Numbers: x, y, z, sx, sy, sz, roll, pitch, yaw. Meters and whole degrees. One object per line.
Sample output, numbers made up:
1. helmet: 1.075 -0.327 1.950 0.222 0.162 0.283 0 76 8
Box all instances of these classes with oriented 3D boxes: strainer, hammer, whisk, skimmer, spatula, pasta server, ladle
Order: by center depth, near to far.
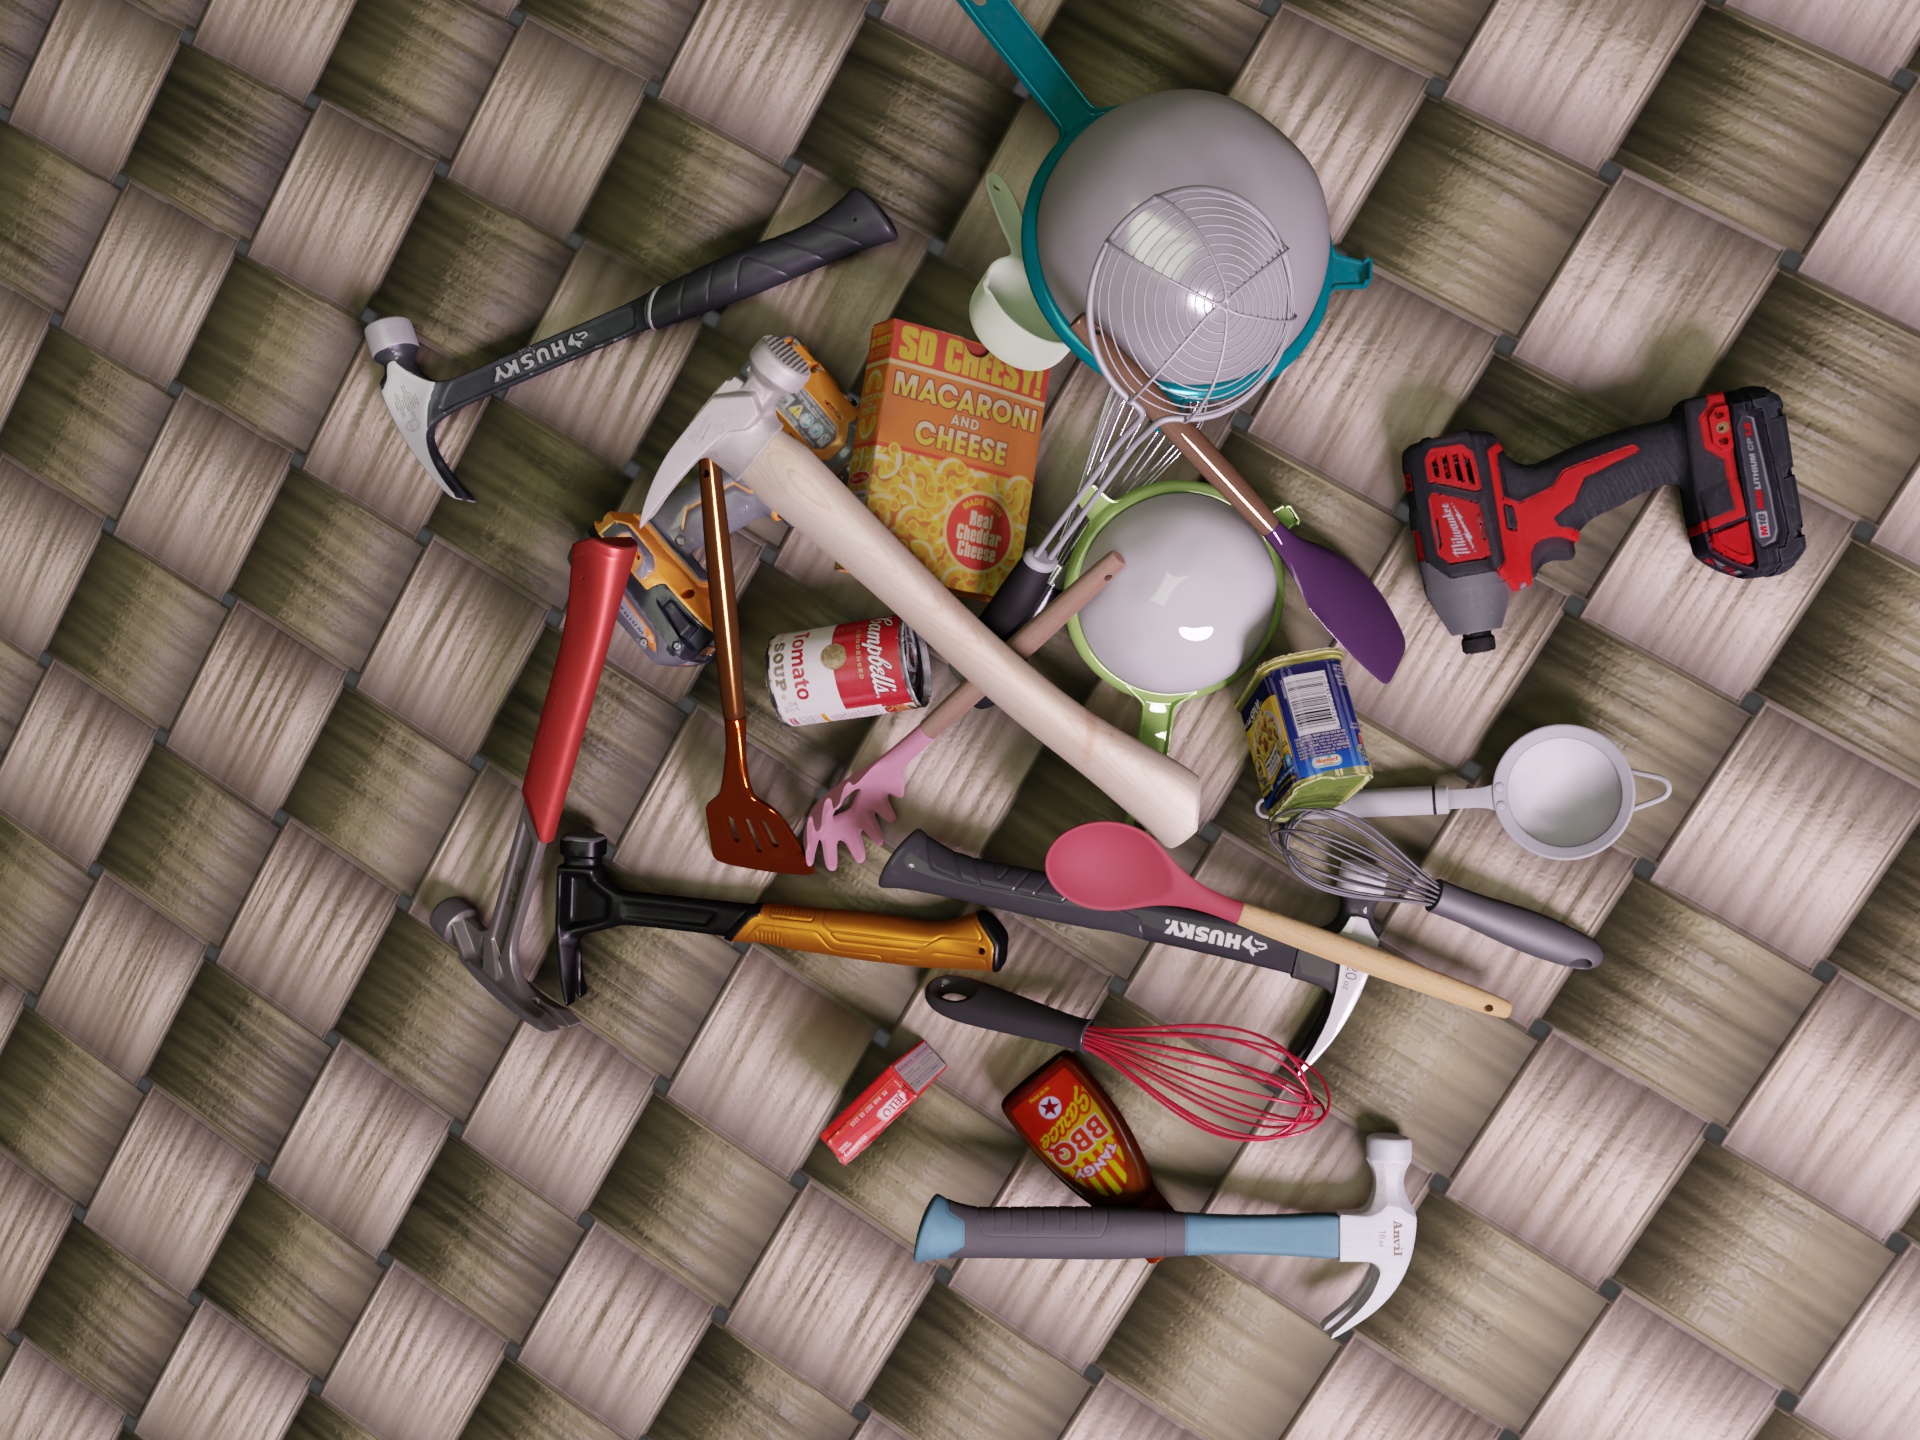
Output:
1. skimmer: 0.076 -0.159 0.984 0.127 0.363 0.090 14 51 -21
2. strainer: 0.110 -0.366 1.005 0.211 0.095 0.340 -38 89 -13
3. spatula: 0.181 -0.142 1.010 0.315 0.018 0.060 42 58 -17
4. hammer: -0.012 -0.052 1.013 0.410 0.038 0.146 41 113 -10
5. whisk: 0.307 0.110 1.021 0.239 0.055 0.055 22 97 -7
6. ladle: 0.207 0.134 1.035 0.315 0.031 0.069 20 118 3
7. strainer: 0.323 0.050 1.042 0.258 0.050 0.087 -4 85 18
8. strainer: 0.140 -0.028 1.049 0.151 0.069 0.256 5 102 -7
9. hammer: 0.134 0.338 1.054 0.331 0.033 0.128 1 84 0
10. whisk: 0.102 0.216 1.060 0.296 0.073 0.073 11 94 30
11. pasta server: -0.002 -0.003 1.072 0.316 0.060 0.040 -42 52 27
12. hammer: 0.109 0.136 1.077 0.335 0.035 0.146 12 94 6
13. whisk: 0.083 -0.127 1.083 0.070 0.070 0.284 33 103 10
14. spatula: -0.153 -0.029 1.084 0.081 0.041 0.322 6 115 17
15. hammer: -0.283 0.040 1.119 0.149 0.036 0.359 32 113 28
16. hammer: -0.133 0.156 1.147 0.337 0.034 0.127 4 96 12
17. hammer: -0.238 -0.289 1.160 0.409 0.036 0.149 -19 89 12

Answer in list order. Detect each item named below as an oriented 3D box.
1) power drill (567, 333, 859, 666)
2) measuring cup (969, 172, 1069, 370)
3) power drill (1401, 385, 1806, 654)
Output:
1. power drill: -0.139 -0.132 1.123 0.226 0.084 0.185 -42 85 6
2. measuring cup: 0.033 -0.305 1.080 0.038 0.083 0.168 -49 45 44
3. power drill: 0.399 -0.125 1.003 0.219 0.078 0.143 -9 90 16
